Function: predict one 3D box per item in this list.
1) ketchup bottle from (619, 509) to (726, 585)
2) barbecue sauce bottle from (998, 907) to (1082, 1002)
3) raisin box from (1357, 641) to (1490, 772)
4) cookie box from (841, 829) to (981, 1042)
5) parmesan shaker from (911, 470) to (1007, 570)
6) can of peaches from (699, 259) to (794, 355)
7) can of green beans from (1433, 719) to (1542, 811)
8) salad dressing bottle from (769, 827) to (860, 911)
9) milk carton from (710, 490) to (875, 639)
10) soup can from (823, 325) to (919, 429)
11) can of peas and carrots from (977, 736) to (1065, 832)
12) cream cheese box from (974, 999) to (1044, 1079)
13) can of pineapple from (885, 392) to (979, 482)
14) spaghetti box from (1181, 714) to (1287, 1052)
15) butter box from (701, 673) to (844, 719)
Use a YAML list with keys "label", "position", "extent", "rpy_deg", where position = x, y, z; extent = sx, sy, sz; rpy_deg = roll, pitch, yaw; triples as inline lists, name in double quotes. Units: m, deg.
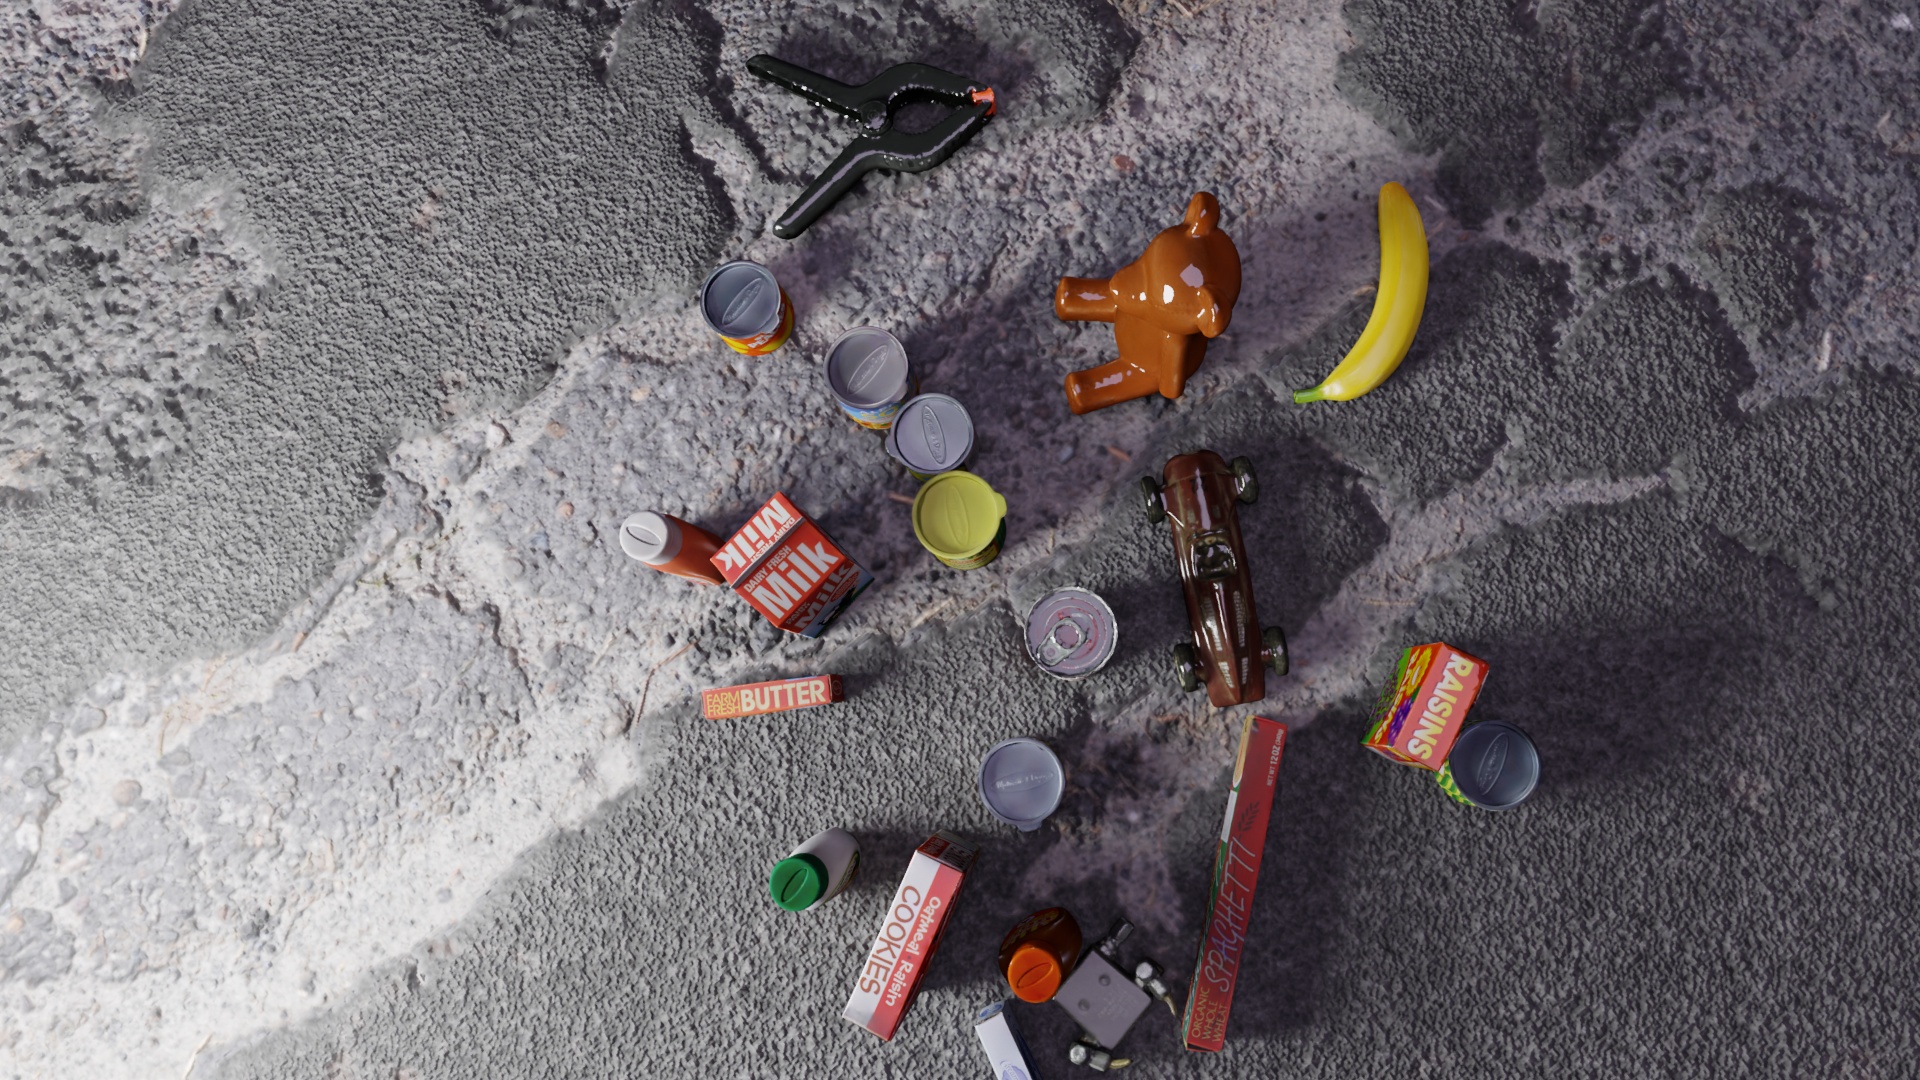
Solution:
- label: "ketchup bottle"
  position: [-0.221, 0.004, 1.071]
  extent: [0.065, 0.148, 0.043]
  rpy_deg: [23, 86, 7]
- label: "barbecue sauce bottle"
  position: [0.057, 0.302, 1.007]
  extent: [0.065, 0.148, 0.044]
  rpy_deg: [-32, 81, 1]
- label: "raisin box"
  position: [0.338, 0.122, 1.020]
  extent: [0.040, 0.123, 0.086]
  rpy_deg: [27, 86, 8]
- label: "cookie box"
  position: [-0.030, 0.281, 1.008]
  extent: [0.040, 0.167, 0.123]
  rpy_deg: [23, 85, 7]
- label: "parmesan shaker"
  position: [0.004, -0.014, 1.078]
  extent: [0.071, 0.103, 0.071]
  rpy_deg: [-1, 83, 5]
- label: "can of peaches"
  position: [-0.172, -0.188, 1.139]
  extent: [0.071, 0.058, 0.071]
  rpy_deg: [-1, 83, 5]
- label: "can of green beans"
  position: [0.394, 0.167, 1.043]
  extent: [0.071, 0.058, 0.071]
  rpy_deg: [-1, 83, 5]
- label: "salad dressing bottle"
  position: [-0.109, 0.247, 1.029]
  extent: [0.044, 0.147, 0.064]
  rpy_deg: [36, 87, 8]
- label: "milk carton"
  position: [-0.125, 0.020, 1.040]
  extent: [0.073, 0.190, 0.072]
  rpy_deg: [44, 88, 9]
- label: "soup can"
  position: [-0.067, -0.126, 1.109]
  extent: [0.071, 0.083, 0.071]
  rpy_deg: [-1, 83, 5]
- label: "can of peas and carrots"
  position: [0.049, 0.187, 1.069]
  extent: [0.071, 0.058, 0.071]
  rpy_deg: [-1, 83, 5]
- label: "cream cheese box"
  position: [0.044, 0.401, 1.043]
  extent: [0.024, 0.053, 0.104]
  rpy_deg: [-26, 81, 1]
- label: "can of pineapple"
  position: [-0.021, -0.081, 1.112]
  extent: [0.071, 0.058, 0.071]
  rpy_deg: [-1, 83, 5]
- label: "spaghetti box"
  position: [0.206, 0.257, 1.050]
  extent: [0.029, 0.050, 0.250]
  rpy_deg: [12, 84, 6]
- label: "butter box"
  position: [-0.148, 0.124, 1.097]
  extent: [0.103, 0.053, 0.024]
  rpy_deg: [-8, 82, 4]
